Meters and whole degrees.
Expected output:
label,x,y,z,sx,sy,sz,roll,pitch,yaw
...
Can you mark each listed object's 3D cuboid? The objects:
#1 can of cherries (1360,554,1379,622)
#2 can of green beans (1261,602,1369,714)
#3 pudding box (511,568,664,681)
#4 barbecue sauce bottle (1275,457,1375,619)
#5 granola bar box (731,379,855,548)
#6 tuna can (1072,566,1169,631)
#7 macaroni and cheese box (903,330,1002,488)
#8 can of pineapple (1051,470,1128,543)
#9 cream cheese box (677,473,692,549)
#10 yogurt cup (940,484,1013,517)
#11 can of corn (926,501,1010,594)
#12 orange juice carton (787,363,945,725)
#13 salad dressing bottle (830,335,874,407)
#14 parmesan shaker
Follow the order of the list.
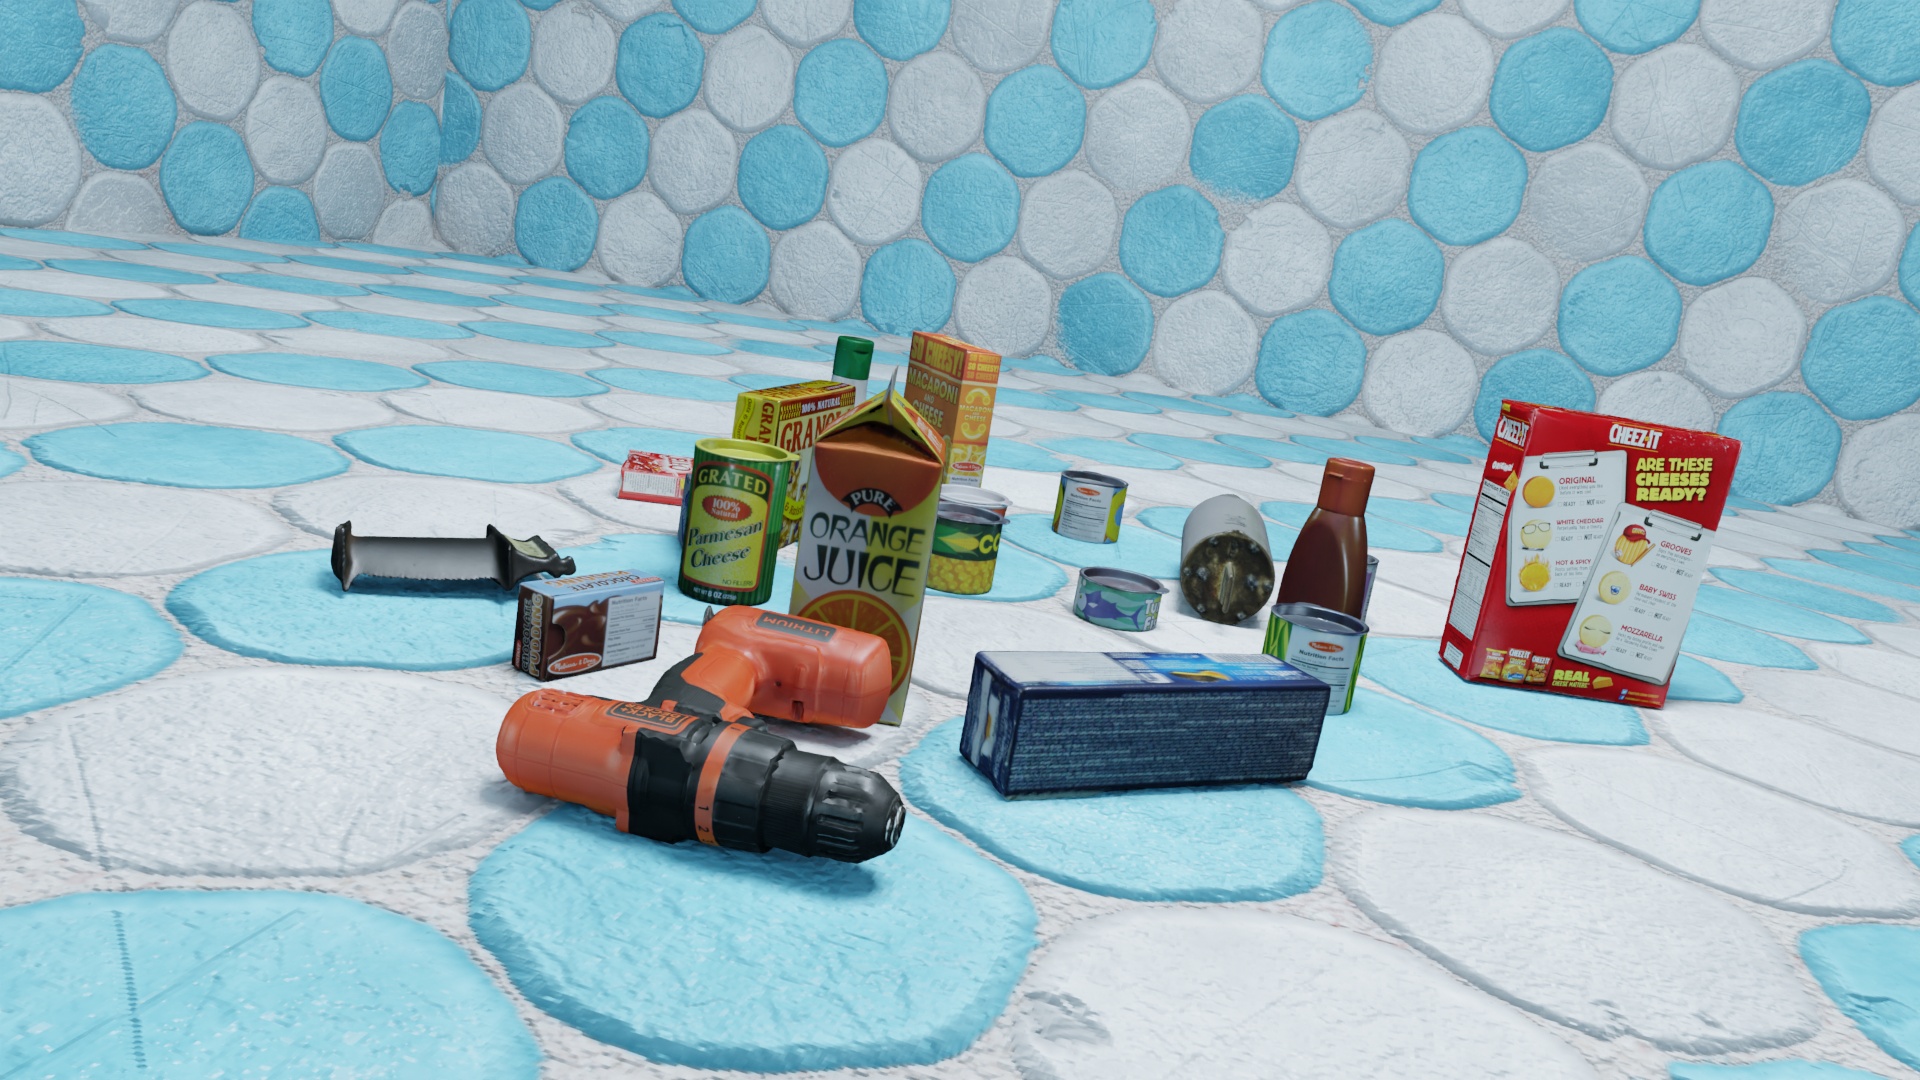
label,x,y,z,sx,sy,sz,roll,pitch,yaw
can of cherries,0.311,0.037,1.174,0.071,0.058,0.071,9,13,-2
can of green beans,0.237,0.079,0.938,0.071,0.057,0.071,9,13,-2
pudding box,-0.207,0.045,0.779,0.030,0.049,0.084,18,15,32
barbecue sauce bottle,0.280,0.013,1.055,0.044,0.148,0.065,-2,17,-43
granola bar box,-0.138,-0.063,1.131,0.039,0.124,0.166,13,13,14
tuna can,0.123,0.045,1.059,0.071,0.032,0.071,9,13,-2
macaroni and cheese box,-0.016,-0.105,1.303,0.040,0.166,0.124,3,14,-27
can of pineapple,0.125,-0.033,1.341,0.071,0.057,0.071,9,13,-2
cream cheese box,-0.192,-0.013,1.034,0.024,0.053,0.104,5,13,-18
yogurt cup,0.004,-0.015,1.183,0.072,0.053,0.072,9,13,-2
can of corn,-0.001,0.006,1.081,0.071,0.058,0.071,9,13,-2
orange juice carton,-0.051,-0.002,0.779,0.073,0.192,0.072,9,12,-1
salad dressing bottle,-0.114,-0.126,1.365,0.064,0.147,0.044,3,14,-28
parmesan shaker,-0.152,-0.013,0.950,0.071,0.102,0.071,9,12,-2
